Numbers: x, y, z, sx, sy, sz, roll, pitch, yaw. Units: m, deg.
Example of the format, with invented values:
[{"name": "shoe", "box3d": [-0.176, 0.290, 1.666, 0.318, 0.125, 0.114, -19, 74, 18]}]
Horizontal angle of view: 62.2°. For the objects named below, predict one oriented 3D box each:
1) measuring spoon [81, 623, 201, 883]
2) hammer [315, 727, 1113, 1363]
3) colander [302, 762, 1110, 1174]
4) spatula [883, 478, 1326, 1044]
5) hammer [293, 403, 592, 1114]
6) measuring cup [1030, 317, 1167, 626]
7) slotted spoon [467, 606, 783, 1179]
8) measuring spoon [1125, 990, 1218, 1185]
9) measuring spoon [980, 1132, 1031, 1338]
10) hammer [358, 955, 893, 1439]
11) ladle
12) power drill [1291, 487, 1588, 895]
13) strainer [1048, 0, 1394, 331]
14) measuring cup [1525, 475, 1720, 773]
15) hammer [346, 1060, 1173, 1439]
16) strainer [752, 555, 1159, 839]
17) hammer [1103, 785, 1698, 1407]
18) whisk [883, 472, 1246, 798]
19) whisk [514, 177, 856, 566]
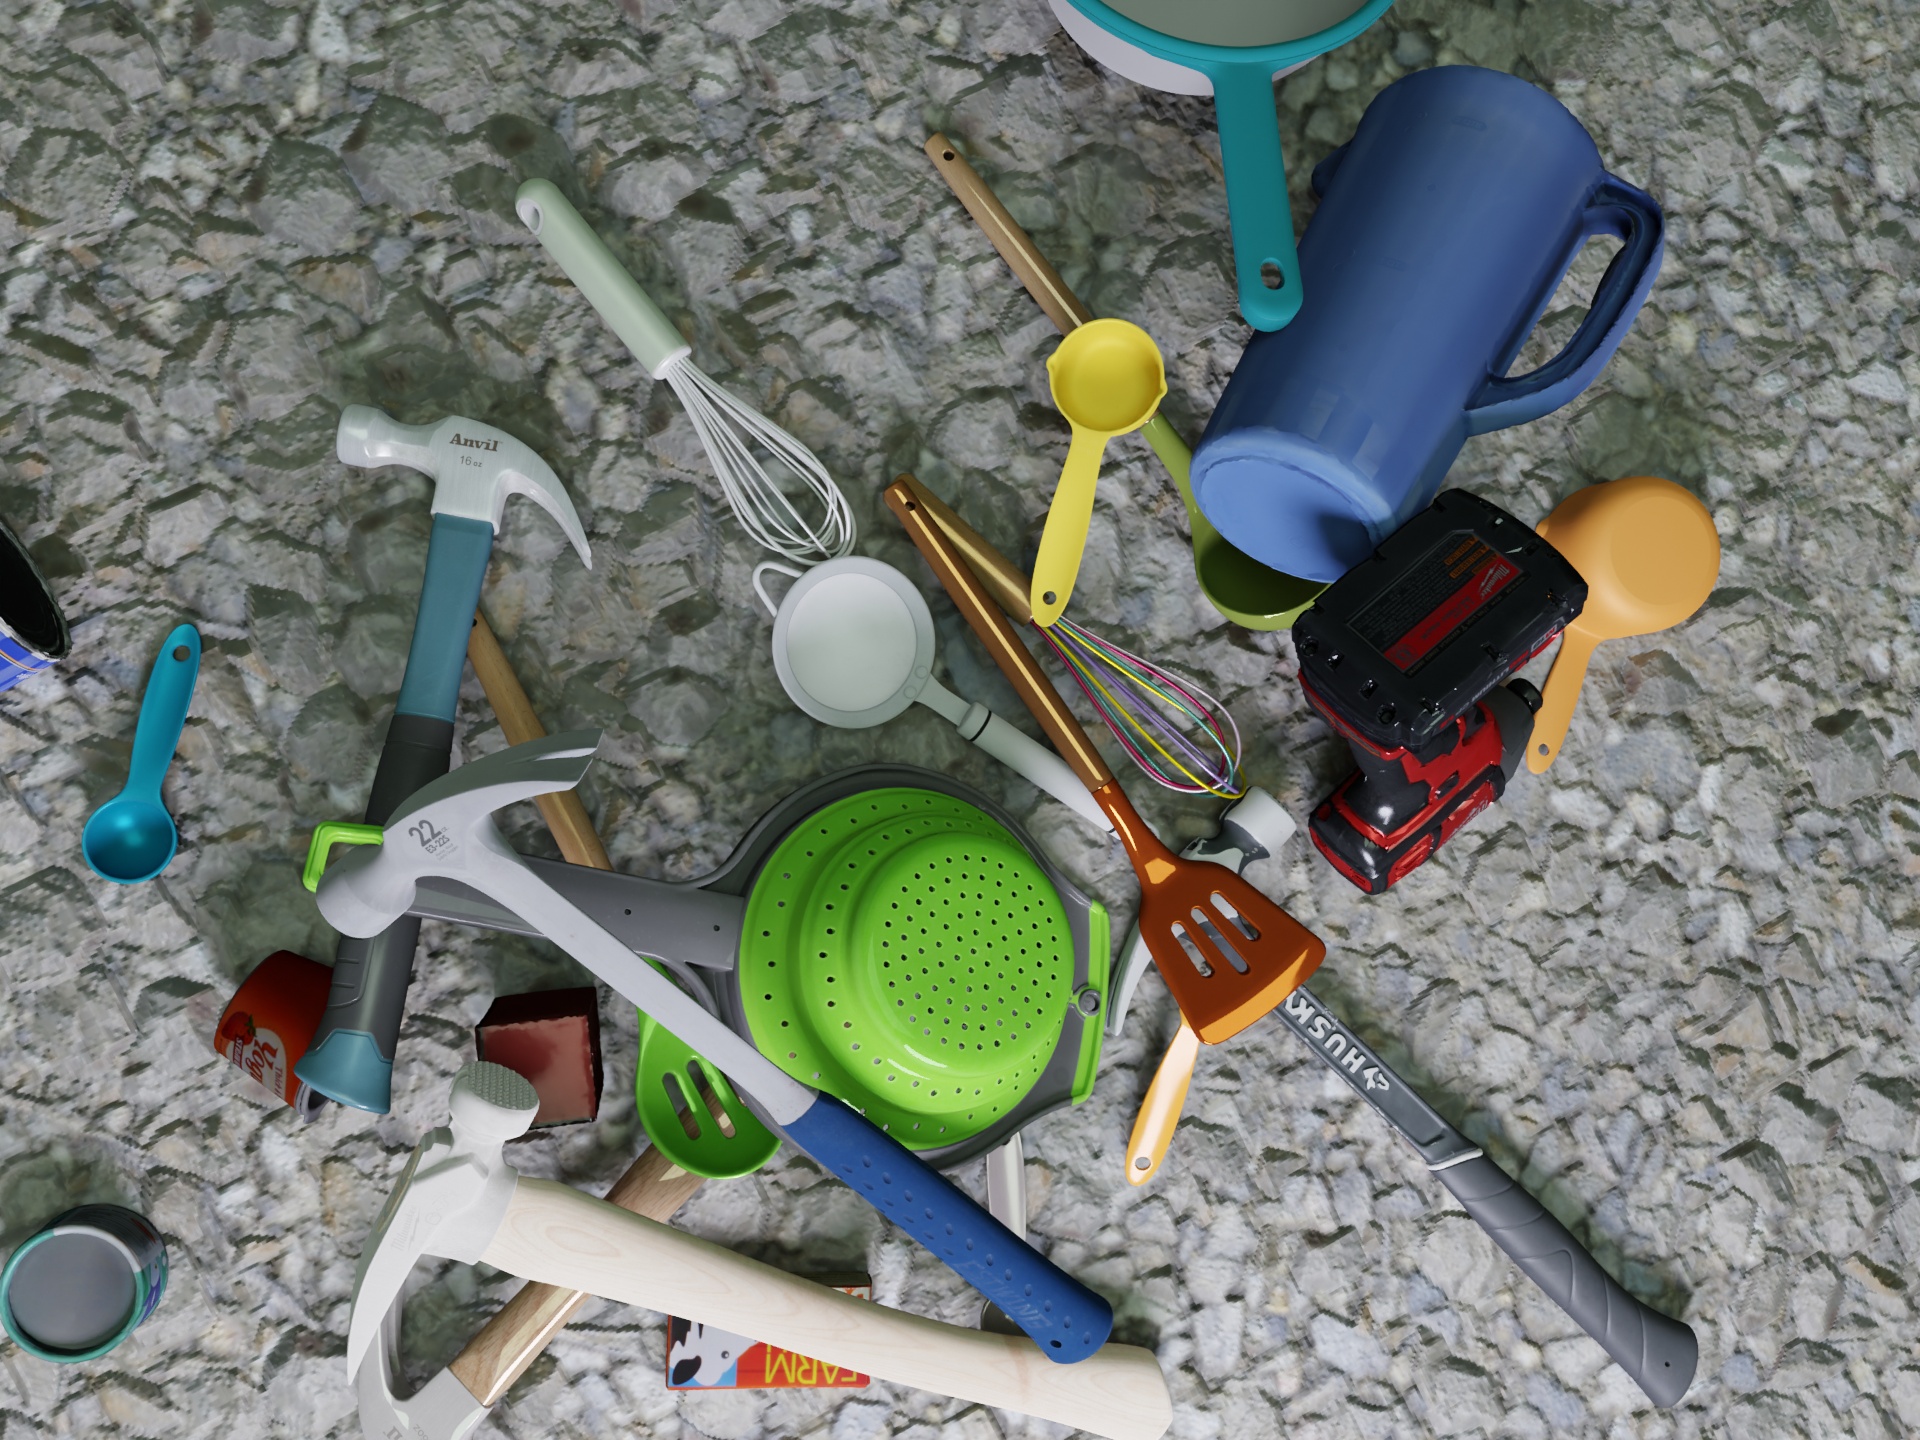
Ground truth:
[{"name": "measuring spoon", "box3d": [-0.388, 0.016, 0.771, 0.042, 0.021, 0.129, 11, 78, -8]}, {"name": "hammer", "box3d": [-0.074, 0.159, 0.687, 0.144, 0.035, 0.405, -35, 114, 27]}, {"name": "colander", "box3d": [-0.087, 0.095, 0.725, 0.396, 0.094, 0.205, 14, 72, -21]}, {"name": "spatula", "box3d": [0.060, 0.012, 0.801, 0.081, 0.041, 0.322, -36, 93, -8]}, {"name": "hammer", "box3d": [-0.256, 0.013, 0.746, 0.128, 0.033, 0.331, 9, 74, -8]}, {"name": "measuring cup", "box3d": [0.062, -0.124, 0.806, 0.062, 0.029, 0.156, 16, 97, 9]}, {"name": "slotted spoon", "box3d": [-0.175, 0.078, 0.776, 0.070, 0.031, 0.314, -26, 83, -20]}, {"name": "measuring spoon", "box3d": [0.107, 0.191, 0.816, 0.021, 0.011, 0.117, 16, 107, -2]}, {"name": "measuring spoon", "box3d": [0.023, 0.266, 0.832, 0.034, 0.018, 0.124, 0, 82, -15]}, {"name": "hammer", "box3d": [-0.158, 0.234, 0.783, 0.130, 0.031, 0.331, 41, 79, 10]}, {"name": "ladle", "box3d": [0.085, -0.180, 0.828, 0.078, 0.062, 0.320, -38, 92, -6]}, {"name": "power drill", "box3d": [0.234, -0.007, 0.776, 0.143, 0.219, 0.079, -39, 60, -7]}, {"name": "strainer", "box3d": [0.126, -0.337, 0.797, 0.211, 0.095, 0.340, -3, 77, -7]}, {"name": "measuring cup", "box3d": [0.353, -0.052, 0.867, 0.095, 0.052, 0.173, 23, 83, -8]}, {"name": "hammer", "box3d": [-0.075, 0.291, 0.754, 0.410, 0.038, 0.146, 26, 98, -23]}, {"name": "strainer", "box3d": [-0.001, -0.003, 0.818, 0.258, 0.050, 0.087, 34, 79, -13]}, {"name": "hammer", "box3d": [0.249, 0.226, 0.856, 0.409, 0.036, 0.149, 44, 84, -6]}, {"name": "whisk", "box3d": [0.056, -0.043, 0.832, 0.245, 0.051, 0.047, 41, 62, -2]}, {"name": "whisk", "box3d": [-0.139, -0.174, 0.801, 0.246, 0.058, 0.059, 50, 48, -2]}]
